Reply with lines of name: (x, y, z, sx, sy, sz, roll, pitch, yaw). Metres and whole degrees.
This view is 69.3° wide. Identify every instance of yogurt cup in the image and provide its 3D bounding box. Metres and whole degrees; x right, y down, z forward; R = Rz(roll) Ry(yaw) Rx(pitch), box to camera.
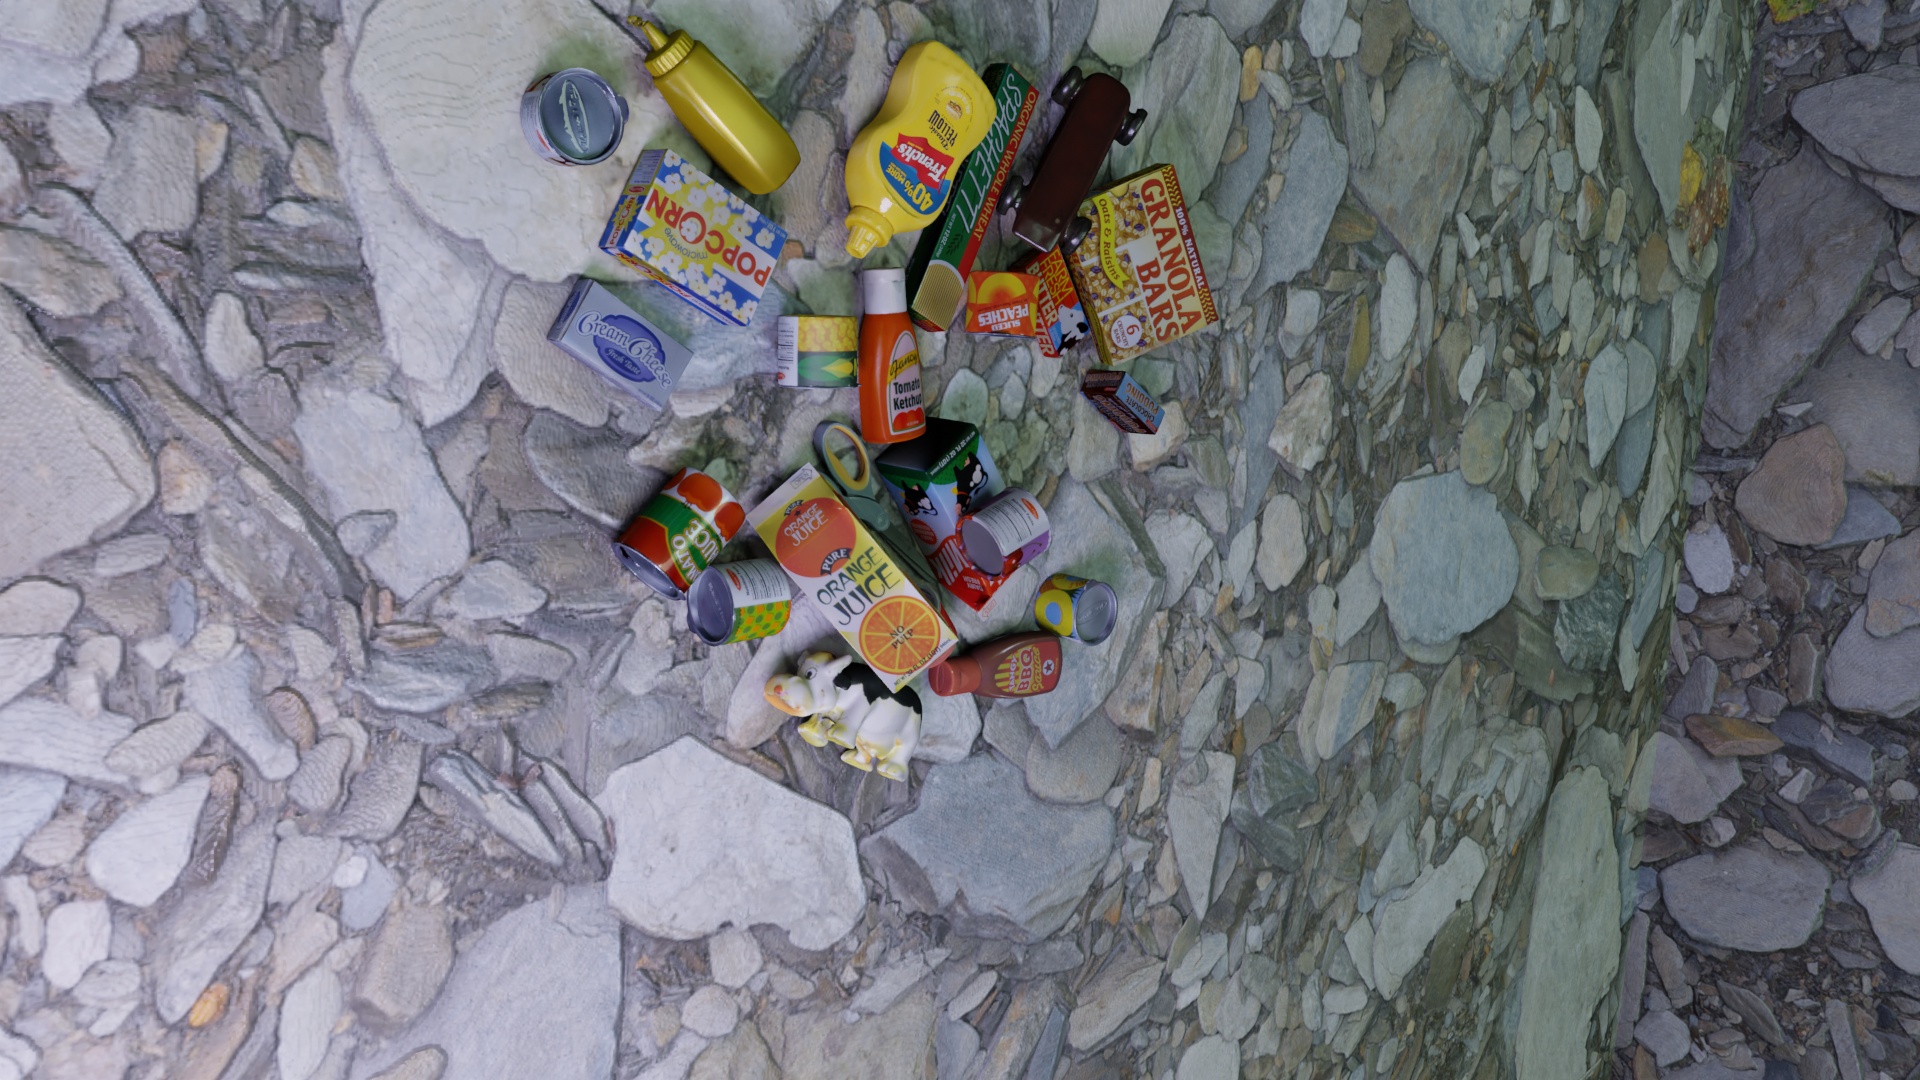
yogurt cup: (-0.039, 0.081, 1.266, 0.072, 0.072, 0.053, -58, 139, -19)

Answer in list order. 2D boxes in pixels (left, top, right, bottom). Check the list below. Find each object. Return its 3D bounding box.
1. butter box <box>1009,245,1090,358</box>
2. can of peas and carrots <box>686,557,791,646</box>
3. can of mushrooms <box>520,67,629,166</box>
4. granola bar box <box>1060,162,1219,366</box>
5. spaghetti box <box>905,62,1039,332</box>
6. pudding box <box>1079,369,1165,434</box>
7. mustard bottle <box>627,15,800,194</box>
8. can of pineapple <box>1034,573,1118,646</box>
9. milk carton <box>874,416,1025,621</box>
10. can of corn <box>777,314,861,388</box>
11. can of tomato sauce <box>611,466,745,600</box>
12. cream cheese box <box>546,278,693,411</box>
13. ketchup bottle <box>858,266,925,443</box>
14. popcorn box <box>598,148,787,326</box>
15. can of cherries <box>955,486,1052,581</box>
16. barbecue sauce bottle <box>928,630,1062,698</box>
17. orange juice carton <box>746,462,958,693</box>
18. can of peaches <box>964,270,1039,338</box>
butter box: (0.087, -0.234, 1.349, 0.053, 0.024, 0.103, -45, 126, -29)
can of peas and carrots: (-0.180, 0.050, 1.125, 0.059, 0.071, 0.070, -8, 104, -43)
can of mushrooms: (-0.274, -0.300, 0.986, 0.071, 0.033, 0.071, -10, 104, -42)
granola bar box: (0.173, -0.271, 1.370, 0.124, 0.039, 0.165, -25, 110, -11)
spaghetti box: (0.007, -0.311, 1.254, 0.050, 0.028, 0.250, 29, 78, -44)
pudding box: (0.166, -0.142, 1.425, 0.083, 0.049, 0.030, 38, 71, -42)
mustard bottle: (-0.188, -0.332, 1.042, 0.049, 0.065, 0.160, -54, 126, -16)
can of pineapple: (0.118, 0.068, 1.415, 0.071, 0.058, 0.071, -11, 106, -42)
milk carton: (0.005, -0.016, 1.280, 0.072, 0.073, 0.189, -47, 127, -26)
can of corn: (-0.115, -0.156, 1.142, 0.071, 0.071, 0.058, -8, 104, -42)
can of tomato sauce: (-0.215, -0.005, 1.075, 0.083, 0.071, 0.071, -53, 129, -23)
cream cheese box: (-0.254, -0.145, 1.042, 0.103, 0.024, 0.053, 36, 73, -41)
ketchup bottle: (-0.063, -0.162, 1.207, 0.065, 0.043, 0.148, -21, 112, -51)
popcorn box: (-0.202, -0.230, 1.065, 0.126, 0.038, 0.085, 30, 78, -43)
can of cherries: (0.037, -0.004, 1.216, 0.058, 0.071, 0.071, -33, 120, -32)
barbecue sauce bottle: (0.035, 0.126, 1.358, 0.149, 0.043, 0.064, -4, 102, -43)
orange juice carton: (-0.092, 0.029, 1.163, 0.072, 0.073, 0.192, -40, 106, -1)
can of peaches: (0.039, -0.216, 1.275, 0.071, 0.071, 0.058, -2, 99, -43)
